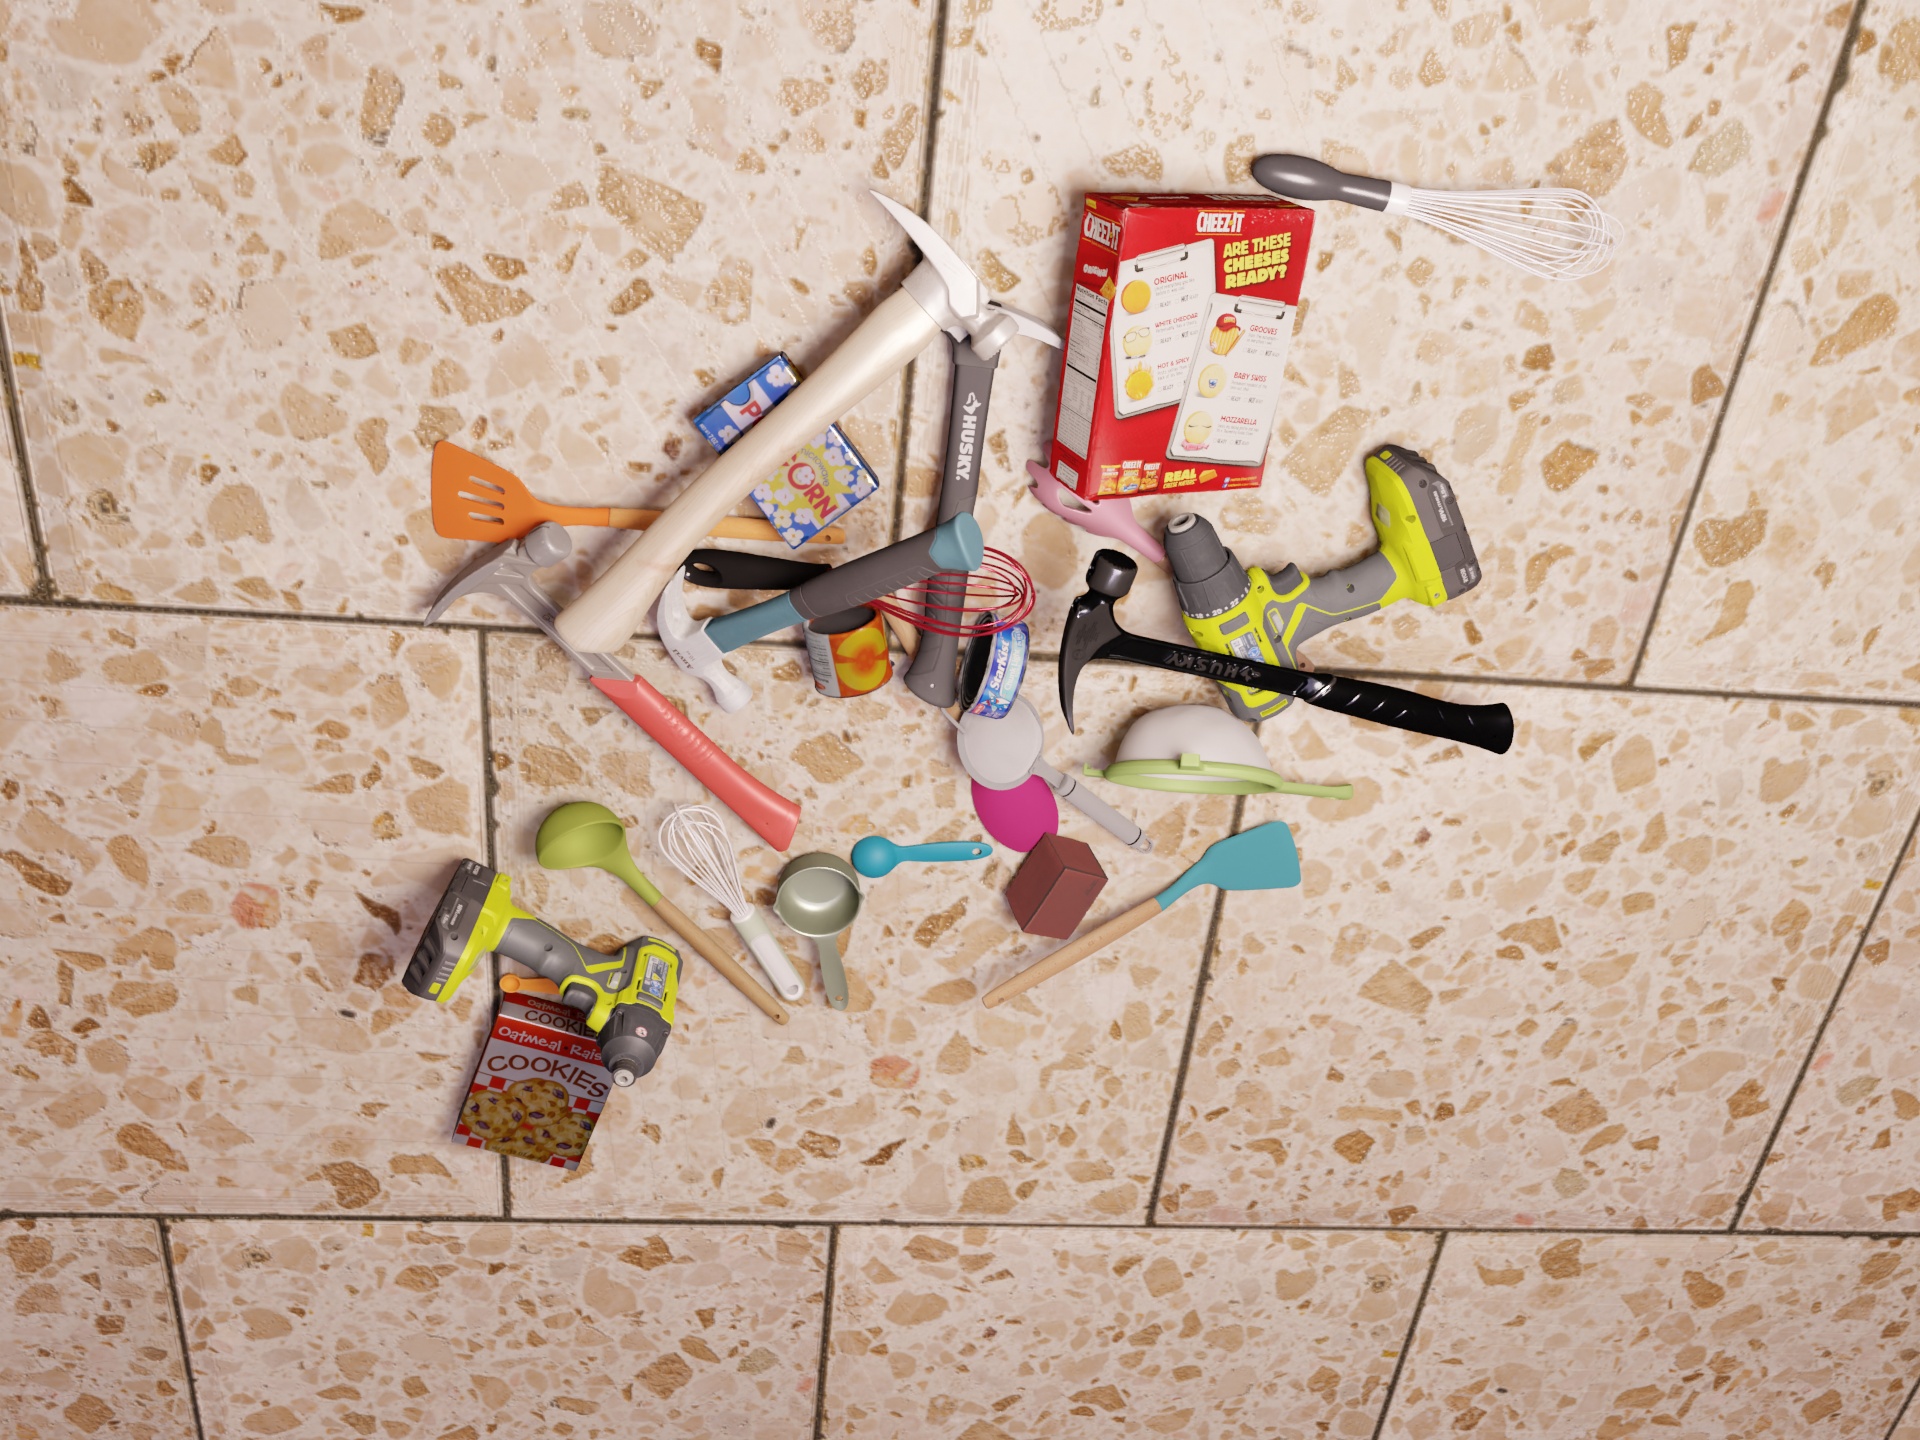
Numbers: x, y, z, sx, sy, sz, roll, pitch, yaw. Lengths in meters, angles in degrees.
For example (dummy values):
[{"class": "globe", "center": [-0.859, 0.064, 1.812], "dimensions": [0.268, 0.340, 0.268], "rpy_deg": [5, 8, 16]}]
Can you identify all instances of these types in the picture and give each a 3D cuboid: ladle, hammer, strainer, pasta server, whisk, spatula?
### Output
[{"class": "ladle", "center": [-0.257, 0.185, 1.427], "dimensions": [0.078, 0.062, 0.319], "rpy_deg": [-33, 119, 13]}, {"class": "hammer", "center": [-0.267, -0.007, 1.321], "dimensions": [0.149, 0.037, 0.358], "rpy_deg": [-27, 123, 28]}, {"class": "strainer", "center": [0.244, 0.028, 1.378], "dimensions": [0.256, 0.151, 0.069], "rpy_deg": [7, 82, -30]}, {"class": "strainer", "center": [0.087, 0.051, 1.388], "dimensions": [0.258, 0.050, 0.087], "rpy_deg": [36, 73, -30]}, {"class": "pasta server", "center": [0.182, -0.126, 1.317], "dimensions": [0.316, 0.040, 0.060], "rpy_deg": [33, 111, -25]}, {"class": "hammer", "center": [-0.155, -0.205, 1.179], "dimensions": [0.410, 0.038, 0.146], "rpy_deg": [-41, 104, 10]}, {"class": "hammer", "center": [-0.110, -0.092, 1.210], "dimensions": [0.331, 0.033, 0.128], "rpy_deg": [-16, 124, 40]}, {"class": "whisk", "center": [-0.199, 0.167, 1.428], "dimensions": [0.058, 0.059, 0.246], "rpy_deg": [-32, 123, -8]}, {"class": "spatula", "center": [0.162, 0.184, 1.446], "dimensions": [0.317, 0.044, 0.082], "rpy_deg": [-28, 125, -10]}, {"class": "whisk", "center": [0.353, -0.379, 1.179], "dimensions": [0.284, 0.070, 0.070], "rpy_deg": [10, 117, -5]}, {"class": "spatula", "center": [-0.252, -0.163, 1.256], "dimensions": [0.322, 0.041, 0.081], "rpy_deg": [4, 119, -12]}, {"class": "hammer", "center": [0.268, -0.024, 1.273], "dimensions": [0.408, 0.036, 0.149], "rpy_deg": [12, 119, -17]}, {"class": "whisk", "center": [-0.085, -0.109, 1.244], "dimensions": [0.296, 0.073, 0.073], "rpy_deg": [6, 120, 15]}, {"class": "hammer", "center": [0.002, -0.165, 1.257], "dimensions": [0.146, 0.035, 0.334], "rpy_deg": [6, 115, -4]}]

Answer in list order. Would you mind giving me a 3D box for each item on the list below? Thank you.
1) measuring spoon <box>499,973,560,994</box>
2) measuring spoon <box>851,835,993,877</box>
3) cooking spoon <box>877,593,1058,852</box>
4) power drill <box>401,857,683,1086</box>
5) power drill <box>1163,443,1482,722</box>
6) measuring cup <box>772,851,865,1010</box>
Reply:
[{"class": "measuring spoon", "center": [-0.367, 0.244, 1.475], "dimensions": [0.117, 0.011, 0.021], "rpy_deg": [4, 117, -12]}, {"class": "measuring spoon", "center": [-0.034, 0.124, 1.432], "dimensions": [0.128, 0.021, 0.042], "rpy_deg": [-3, 119, -3]}, {"class": "cooking spoon", "center": [-0.002, -0.004, 1.367], "dimensions": [0.069, 0.017, 0.318], "rpy_deg": [-28, 118, 8]}, {"class": "power drill", "center": [-0.353, 0.221, 1.374], "dimensions": [0.223, 0.171, 0.080], "rpy_deg": [28, 113, -15]}, {"class": "power drill", "center": [0.284, -0.124, 1.280], "dimensions": [0.228, 0.080, 0.190], "rpy_deg": [-28, 121, 4]}, {"class": "measuring cup", "center": [-0.122, 0.192, 1.454], "dimensions": [0.083, 0.038, 0.167], "rpy_deg": [-8, 121, -1]}]
